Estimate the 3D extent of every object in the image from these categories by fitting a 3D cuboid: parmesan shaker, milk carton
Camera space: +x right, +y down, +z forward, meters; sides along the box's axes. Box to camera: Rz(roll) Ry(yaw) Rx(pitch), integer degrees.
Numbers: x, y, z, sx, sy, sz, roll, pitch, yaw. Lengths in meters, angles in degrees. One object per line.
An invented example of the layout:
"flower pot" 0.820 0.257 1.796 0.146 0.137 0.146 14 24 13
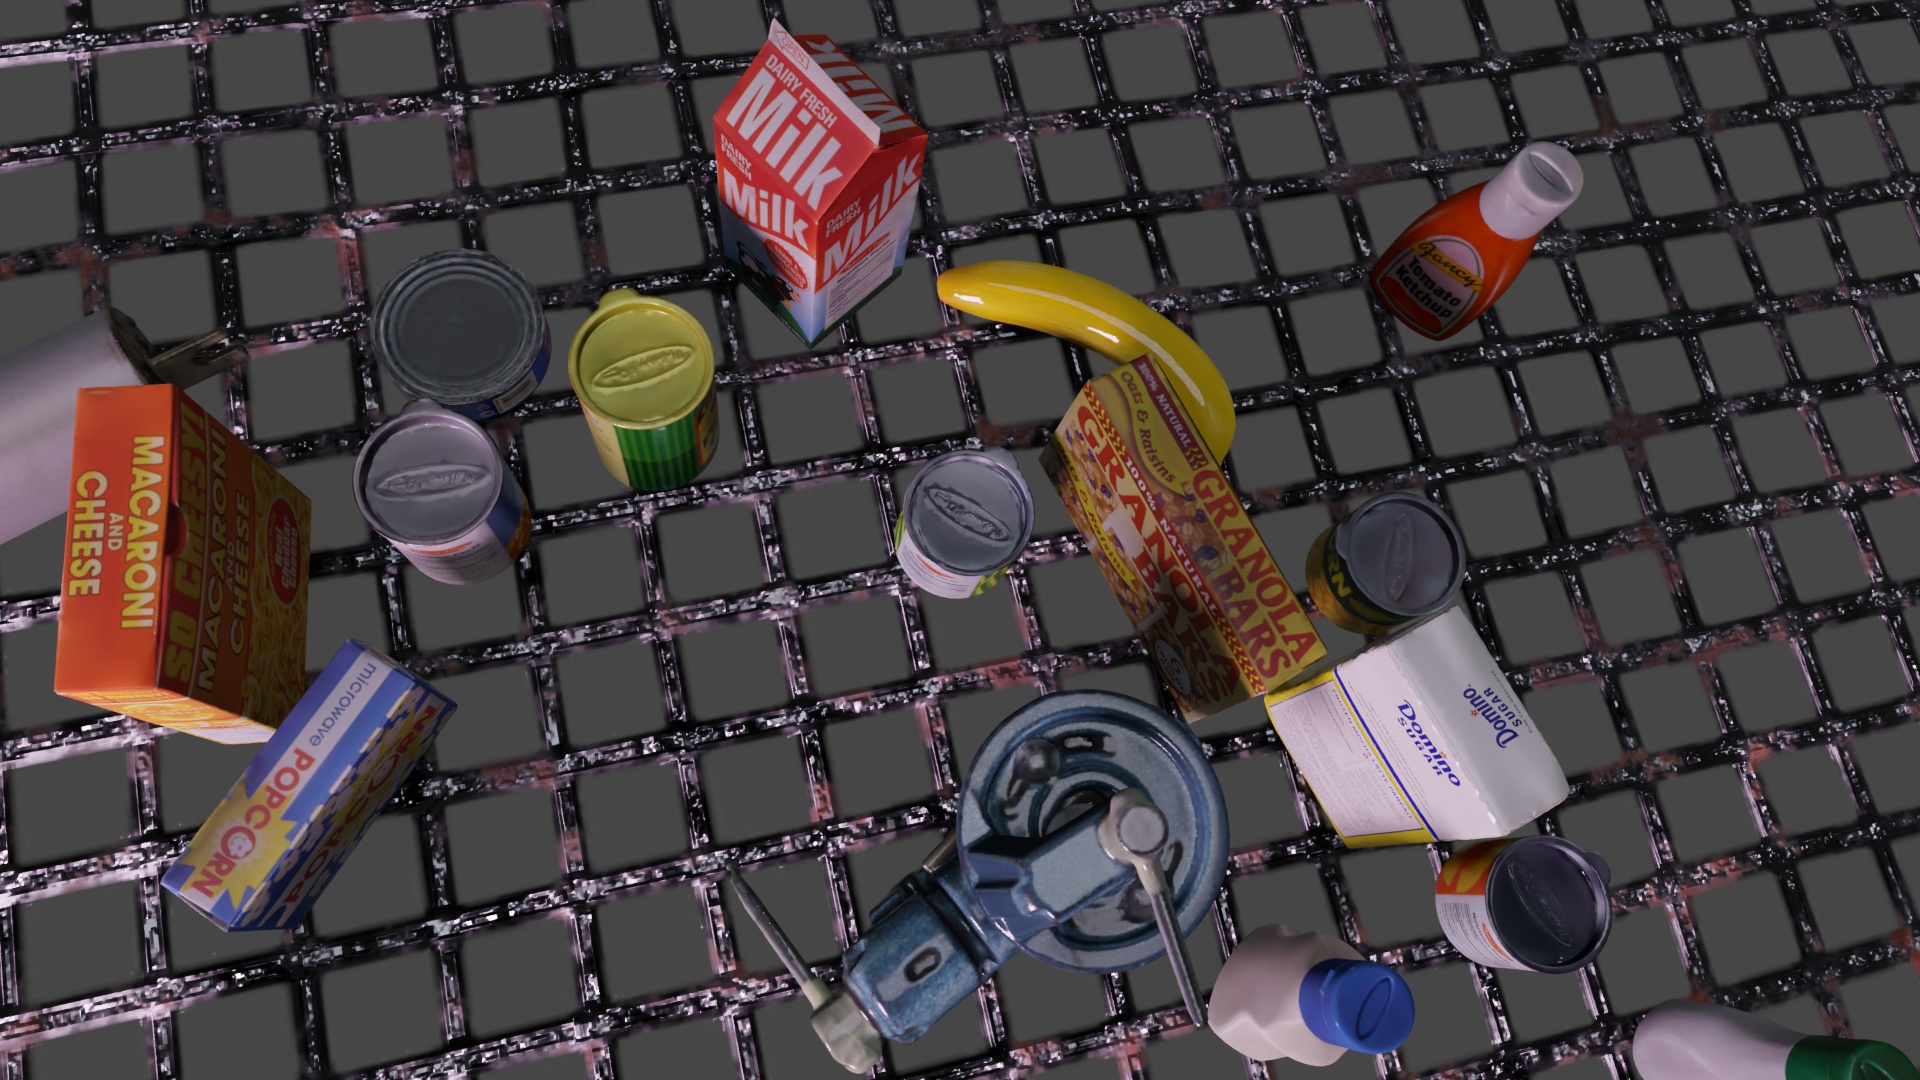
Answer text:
"parmesan shaker" -0.154 -0.072 0.689 0.071 0.102 0.071 2 75 -7
"milk carton" -0.070 -0.175 0.683 0.073 0.190 0.072 -42 85 -16

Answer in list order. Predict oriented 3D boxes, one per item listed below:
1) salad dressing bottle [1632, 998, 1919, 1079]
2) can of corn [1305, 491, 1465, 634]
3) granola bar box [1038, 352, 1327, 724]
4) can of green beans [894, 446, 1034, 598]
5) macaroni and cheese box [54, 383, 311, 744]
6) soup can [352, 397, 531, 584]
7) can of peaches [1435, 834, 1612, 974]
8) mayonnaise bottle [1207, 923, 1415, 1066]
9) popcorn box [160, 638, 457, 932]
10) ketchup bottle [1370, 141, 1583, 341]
"salad dressing bottle" 0.380 0.249 0.654 0.044 0.147 0.064 -42 84 -16
"can of corn" 0.223 0.013 0.742 0.071 0.058 0.071 2 75 -7
"granola bar box" 0.106 0.003 0.694 0.039 0.124 0.165 -26 80 -14
"can of green beans" 0.001 -0.007 0.717 0.071 0.057 0.071 2 75 -7
"macaroni and cheese box" -0.330 0.017 0.607 0.040 0.166 0.124 -3 76 -9
"soup can" -0.248 -0.022 0.672 0.071 0.083 0.071 2 75 -7
"can of peaches" 0.286 0.183 0.705 0.071 0.058 0.071 2 75 -7
"mayonnaise bottle" 0.158 0.208 0.633 0.041 0.147 0.065 34 74 2
"popcorn box" -0.289 0.111 0.629 0.038 0.085 0.127 32 73 1
"ketchup bottle" 0.280 -0.162 0.751 0.065 0.148 0.043 45 74 5
